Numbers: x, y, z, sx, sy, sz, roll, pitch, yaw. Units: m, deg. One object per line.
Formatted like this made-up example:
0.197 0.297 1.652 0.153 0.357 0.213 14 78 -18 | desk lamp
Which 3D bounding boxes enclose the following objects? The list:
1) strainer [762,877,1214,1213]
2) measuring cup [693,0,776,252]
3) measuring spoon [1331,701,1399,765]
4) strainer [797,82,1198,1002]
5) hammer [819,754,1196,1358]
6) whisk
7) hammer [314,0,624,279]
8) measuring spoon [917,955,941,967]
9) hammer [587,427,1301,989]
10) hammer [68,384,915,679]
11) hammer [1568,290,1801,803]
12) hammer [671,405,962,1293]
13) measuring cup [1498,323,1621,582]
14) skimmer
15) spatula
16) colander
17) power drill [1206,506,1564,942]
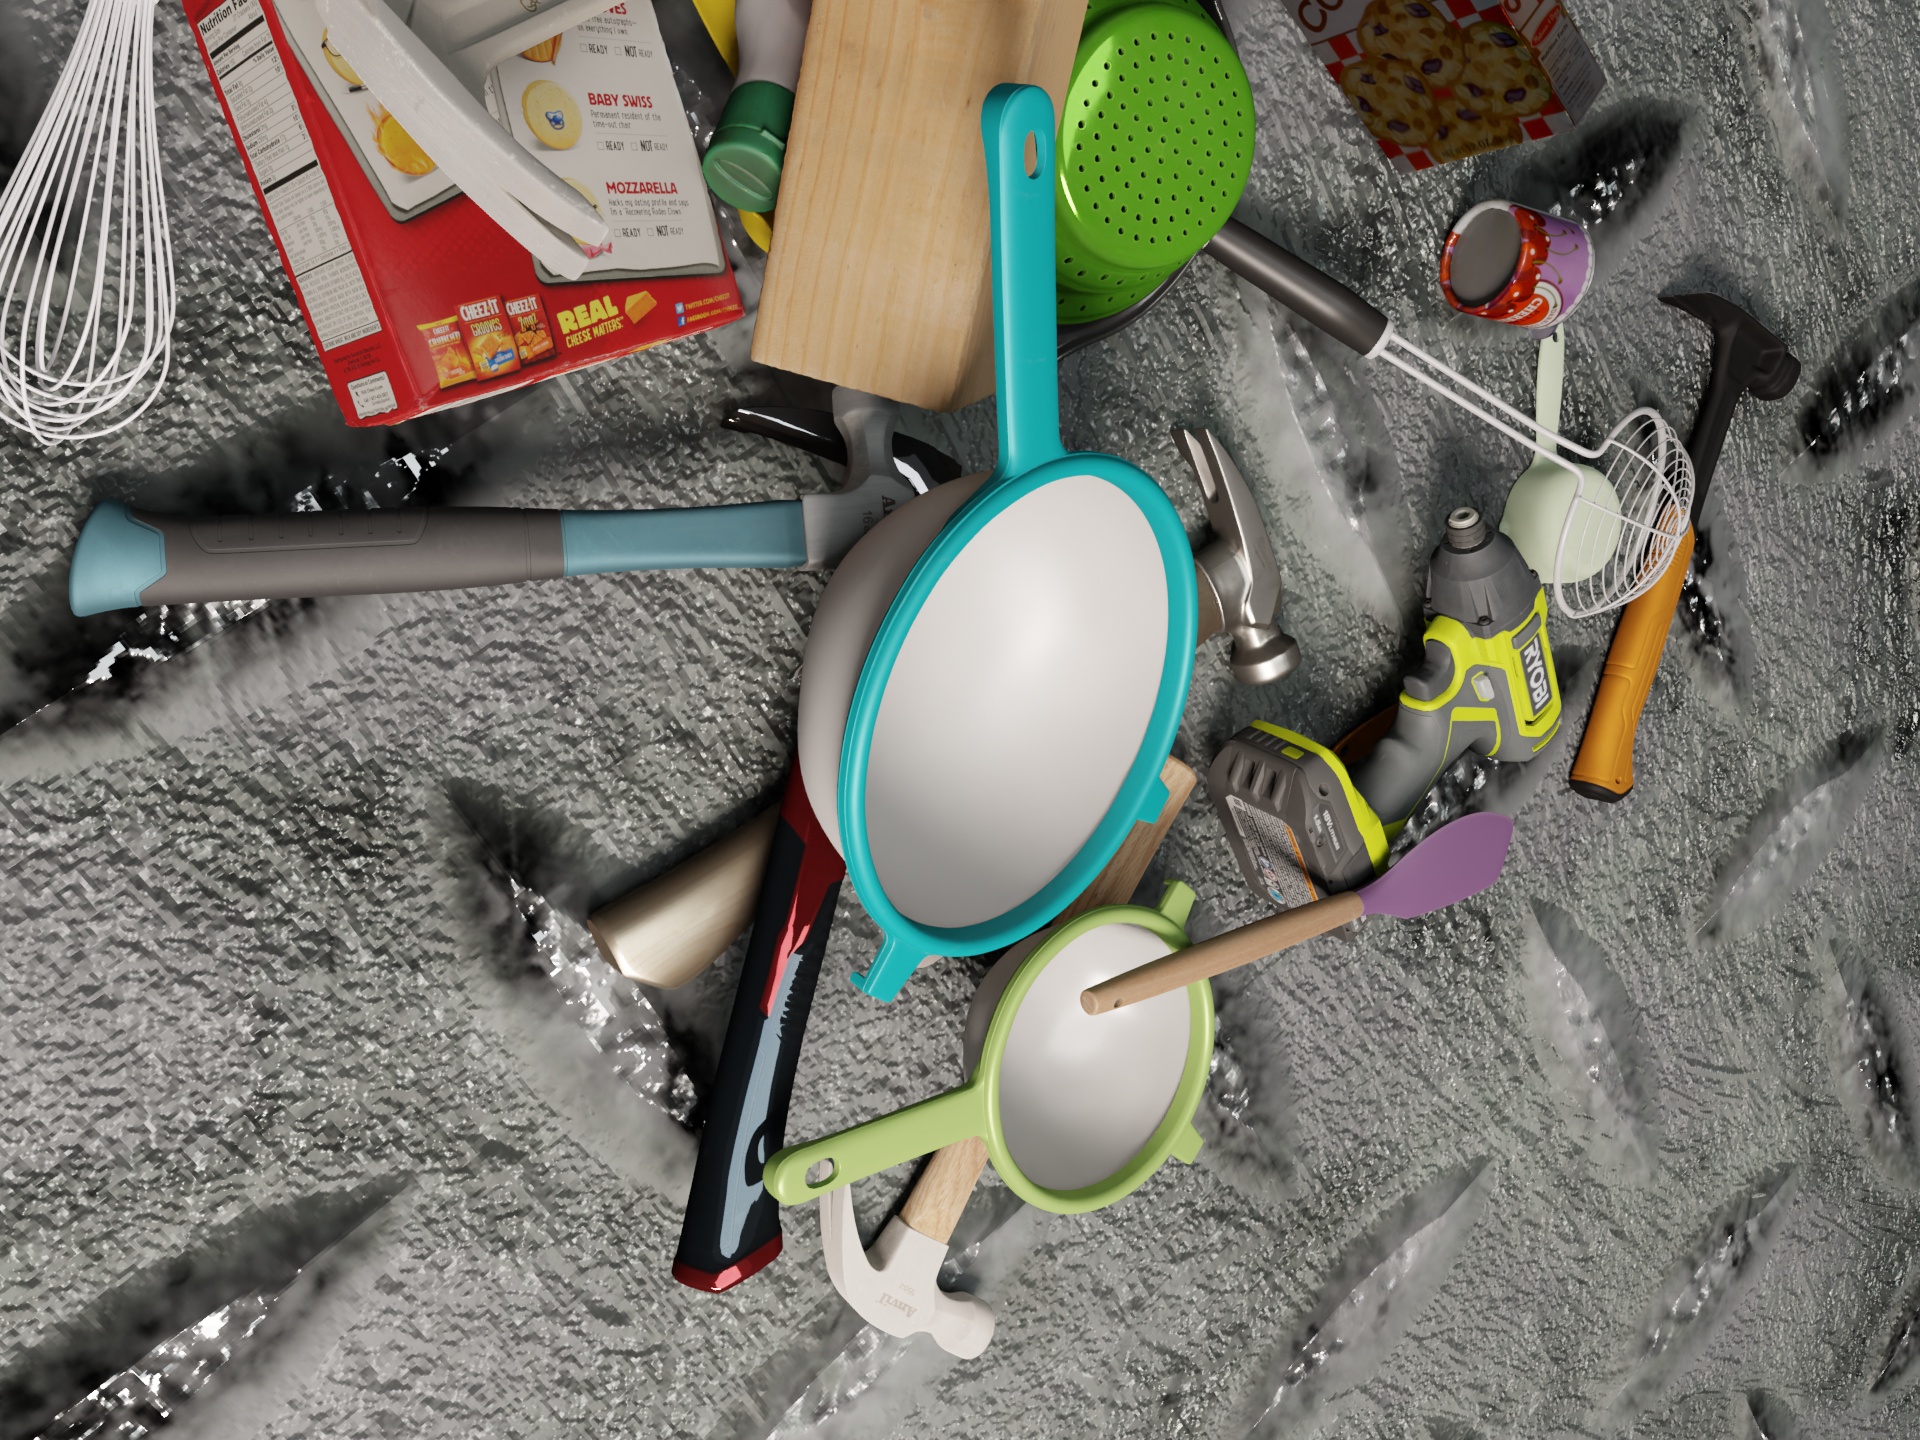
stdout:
0.009 0.168 0.754 0.256 0.069 0.151 -12 104 -35 | strainer
-0.095 -0.279 0.710 0.062 0.029 0.156 -30 99 -27 | measuring cup
0.262 -0.004 0.961 0.117 0.011 0.021 -31 124 -20 | measuring spoon
-0.001 -0.072 0.628 0.211 0.095 0.340 -28 128 -39 | strainer
0.033 0.162 0.835 0.130 0.031 0.331 35 79 -30 | hammer
-0.305 -0.239 0.574 0.070 0.070 0.284 10 86 -31 | whisk
-0.087 -0.307 0.619 0.149 0.036 0.359 47 51 -9 | hammer
0.019 0.082 0.821 0.124 0.018 0.034 -46 104 -16 | measuring spoon
-0.001 -0.003 0.790 0.410 0.038 0.146 -31 109 -23 | hammer
-0.177 -0.073 0.648 0.331 0.033 0.128 -5 87 -20 | hammer
0.463 -0.110 1.049 0.127 0.034 0.337 21 86 -32 | hammer
-0.081 0.053 0.710 0.143 0.038 0.386 17 81 -19 | hammer
0.378 -0.167 0.987 0.083 0.038 0.167 -9 103 -29 | measuring cup
0.273 -0.181 0.906 0.363 0.090 0.127 28 89 -13 | skimmer
0.186 0.099 0.820 0.316 0.018 0.059 -13 122 -34 | spatula
0.106 -0.340 0.728 0.204 0.095 0.397 26 95 -34 | colander
0.248 0.000 0.897 0.223 0.080 0.171 -42 129 -18 | power drill
